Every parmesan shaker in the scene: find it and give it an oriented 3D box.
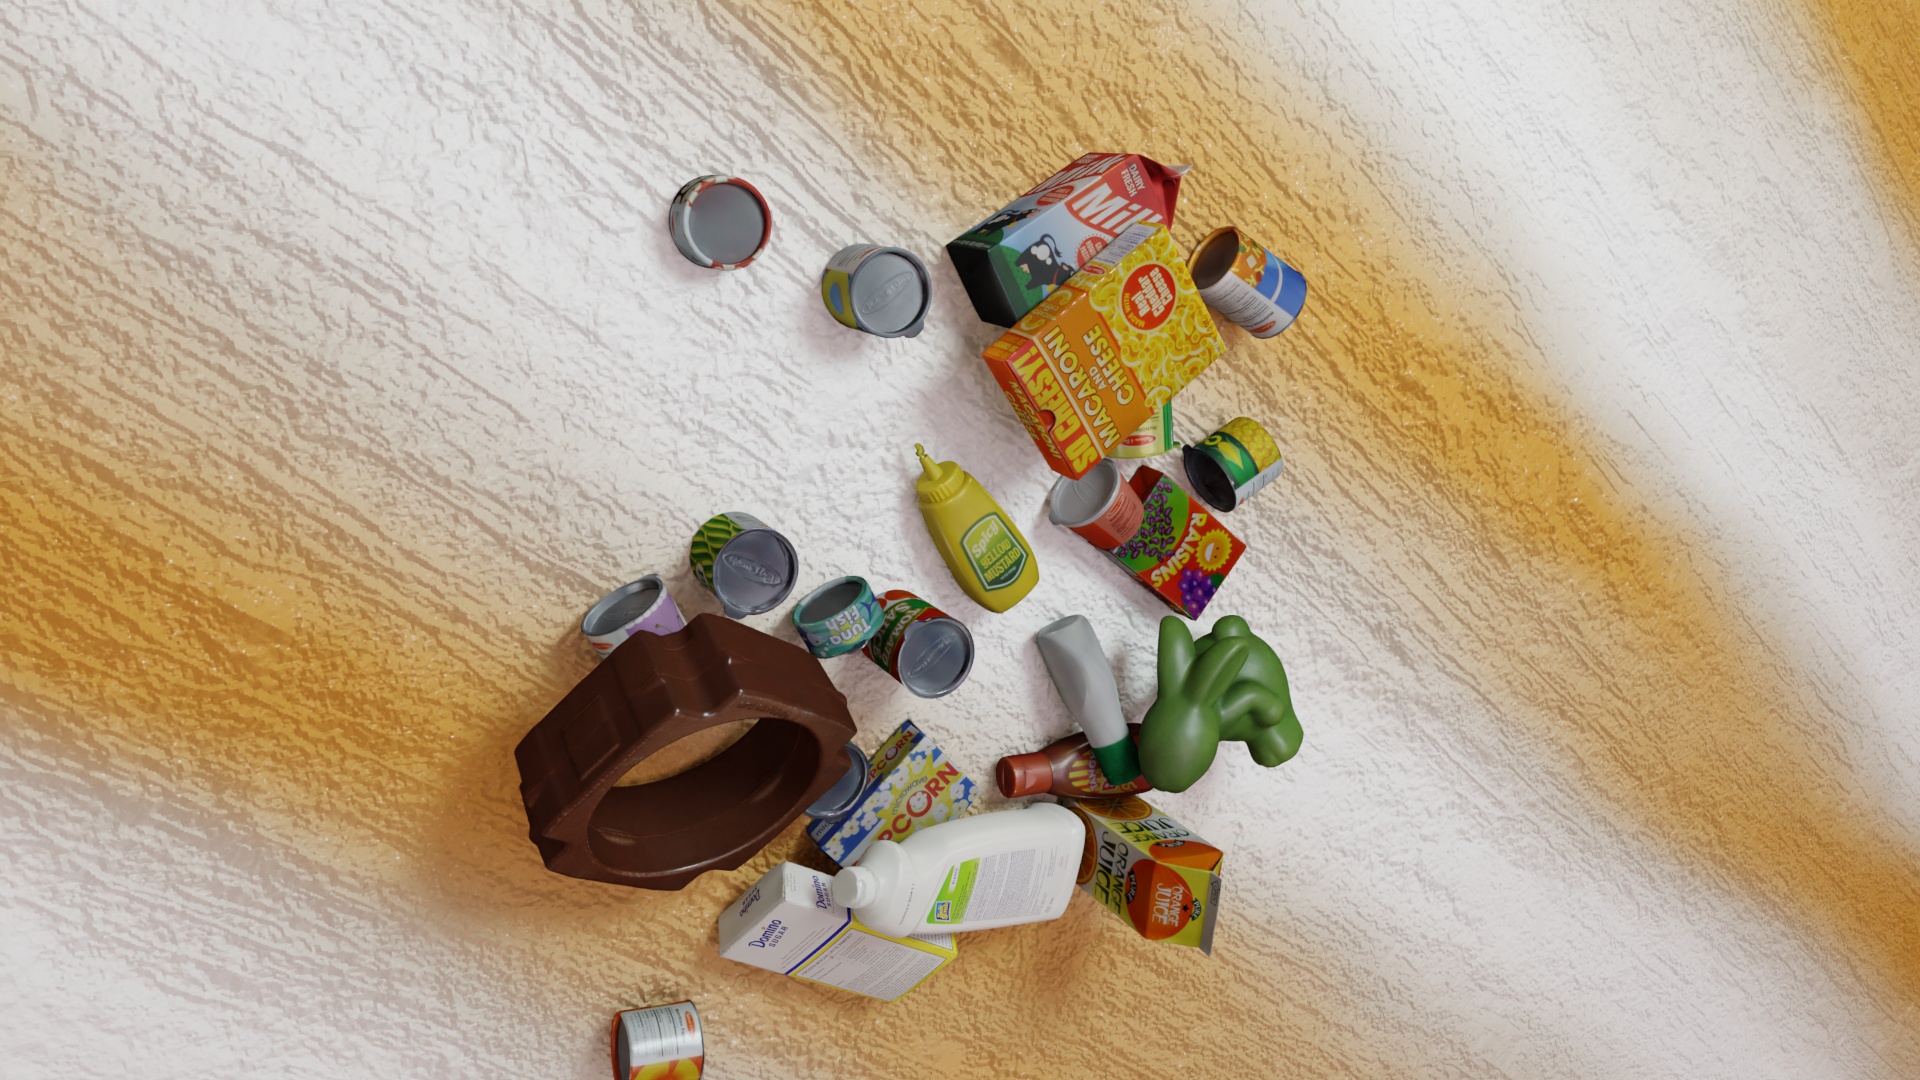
[{"bbox_3d":[0.145,-0.126,1.153,0.071,0.071,0.102,-13,109,-25],"label":"parmesan shaker"}]

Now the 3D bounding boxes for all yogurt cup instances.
[{"bbox_3d":[0.118,-0.029,1.168,0.054,0.072,0.072,40,83,-39],"label":"yogurt cup"}]

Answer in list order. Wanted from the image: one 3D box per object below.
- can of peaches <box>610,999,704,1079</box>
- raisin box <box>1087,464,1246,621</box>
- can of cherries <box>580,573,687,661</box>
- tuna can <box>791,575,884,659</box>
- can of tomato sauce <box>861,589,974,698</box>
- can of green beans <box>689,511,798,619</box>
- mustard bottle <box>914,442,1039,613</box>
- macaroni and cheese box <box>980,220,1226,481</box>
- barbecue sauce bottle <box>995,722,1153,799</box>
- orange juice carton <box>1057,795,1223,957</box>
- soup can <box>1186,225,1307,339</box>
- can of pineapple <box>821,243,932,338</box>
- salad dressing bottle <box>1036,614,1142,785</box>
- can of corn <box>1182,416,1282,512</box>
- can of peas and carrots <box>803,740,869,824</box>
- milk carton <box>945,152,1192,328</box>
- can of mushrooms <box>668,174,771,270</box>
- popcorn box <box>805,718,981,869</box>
[{"bbox_3d":[-0.239,0.400,1.090,0.058,0.071,0.071,1,103,-29],"label":"can of peaches"},{"bbox_3d":[0.184,0.004,1.226,0.123,0.040,0.086,37,85,-30],"label":"raisin box"},{"bbox_3d":[-0.229,0.067,1.005,0.072,0.071,0.058,-35,117,-16],"label":"can of cherries"},{"bbox_3d":[-0.094,0.059,1.072,0.071,0.071,0.032,-34,116,-16],"label":"tuna can"},{"bbox_3d":[-0.038,0.080,1.101,0.071,0.083,0.071,-8,107,-26],"label":"can of tomato sauce"},{"bbox_3d":[-0.161,0.016,1.032,0.071,0.058,0.071,-8,107,-27],"label":"can of green beans"},{"bbox_3d":[0.004,-0.014,1.118,0.065,0.049,0.159,-42,119,-14],"label":"mustard bottle"},{"bbox_3d":[0.113,-0.146,1.066,0.167,0.040,0.123,-42,122,-12],"label":"macaroni and cheese box"},{"bbox_3d":[0.104,0.201,1.233,0.149,0.043,0.064,-3,96,-27],"label":"barbecue sauce bottle"},{"bbox_3d":[0.161,0.283,1.199,0.073,0.193,0.071,0,103,-29],"label":"orange juice carton"},{"bbox_3d":[0.243,-0.222,1.183,0.084,0.071,0.071,26,90,-31],"label":"soup can"},{"bbox_3d":[-0.062,-0.184,1.031,0.071,0.058,0.070,-8,107,-26],"label":"can of pineapple"},{"bbox_3d":[0.115,0.138,1.196,0.044,0.064,0.147,-27,98,-26],"label":"salad dressing bottle"},{"bbox_3d":[0.239,-0.069,1.222,0.058,0.071,0.071,-34,117,-17],"label":"can of corn"},{"bbox_3d":[-0.113,0.181,1.102,0.071,0.059,0.070,-8,108,-26],"label":"can of peas and carrots"},{"bbox_3d":[0.092,-0.247,1.090,0.191,0.072,0.073,-36,118,-16],"label":"milk carton"},{"bbox_3d":[-0.167,-0.225,0.979,0.071,0.033,0.071,-7,106,-26],"label":"can of mushrooms"},{"bbox_3d":[-0.055,0.225,1.157,0.127,0.038,0.085,-47,120,-10],"label":"popcorn box"}]
